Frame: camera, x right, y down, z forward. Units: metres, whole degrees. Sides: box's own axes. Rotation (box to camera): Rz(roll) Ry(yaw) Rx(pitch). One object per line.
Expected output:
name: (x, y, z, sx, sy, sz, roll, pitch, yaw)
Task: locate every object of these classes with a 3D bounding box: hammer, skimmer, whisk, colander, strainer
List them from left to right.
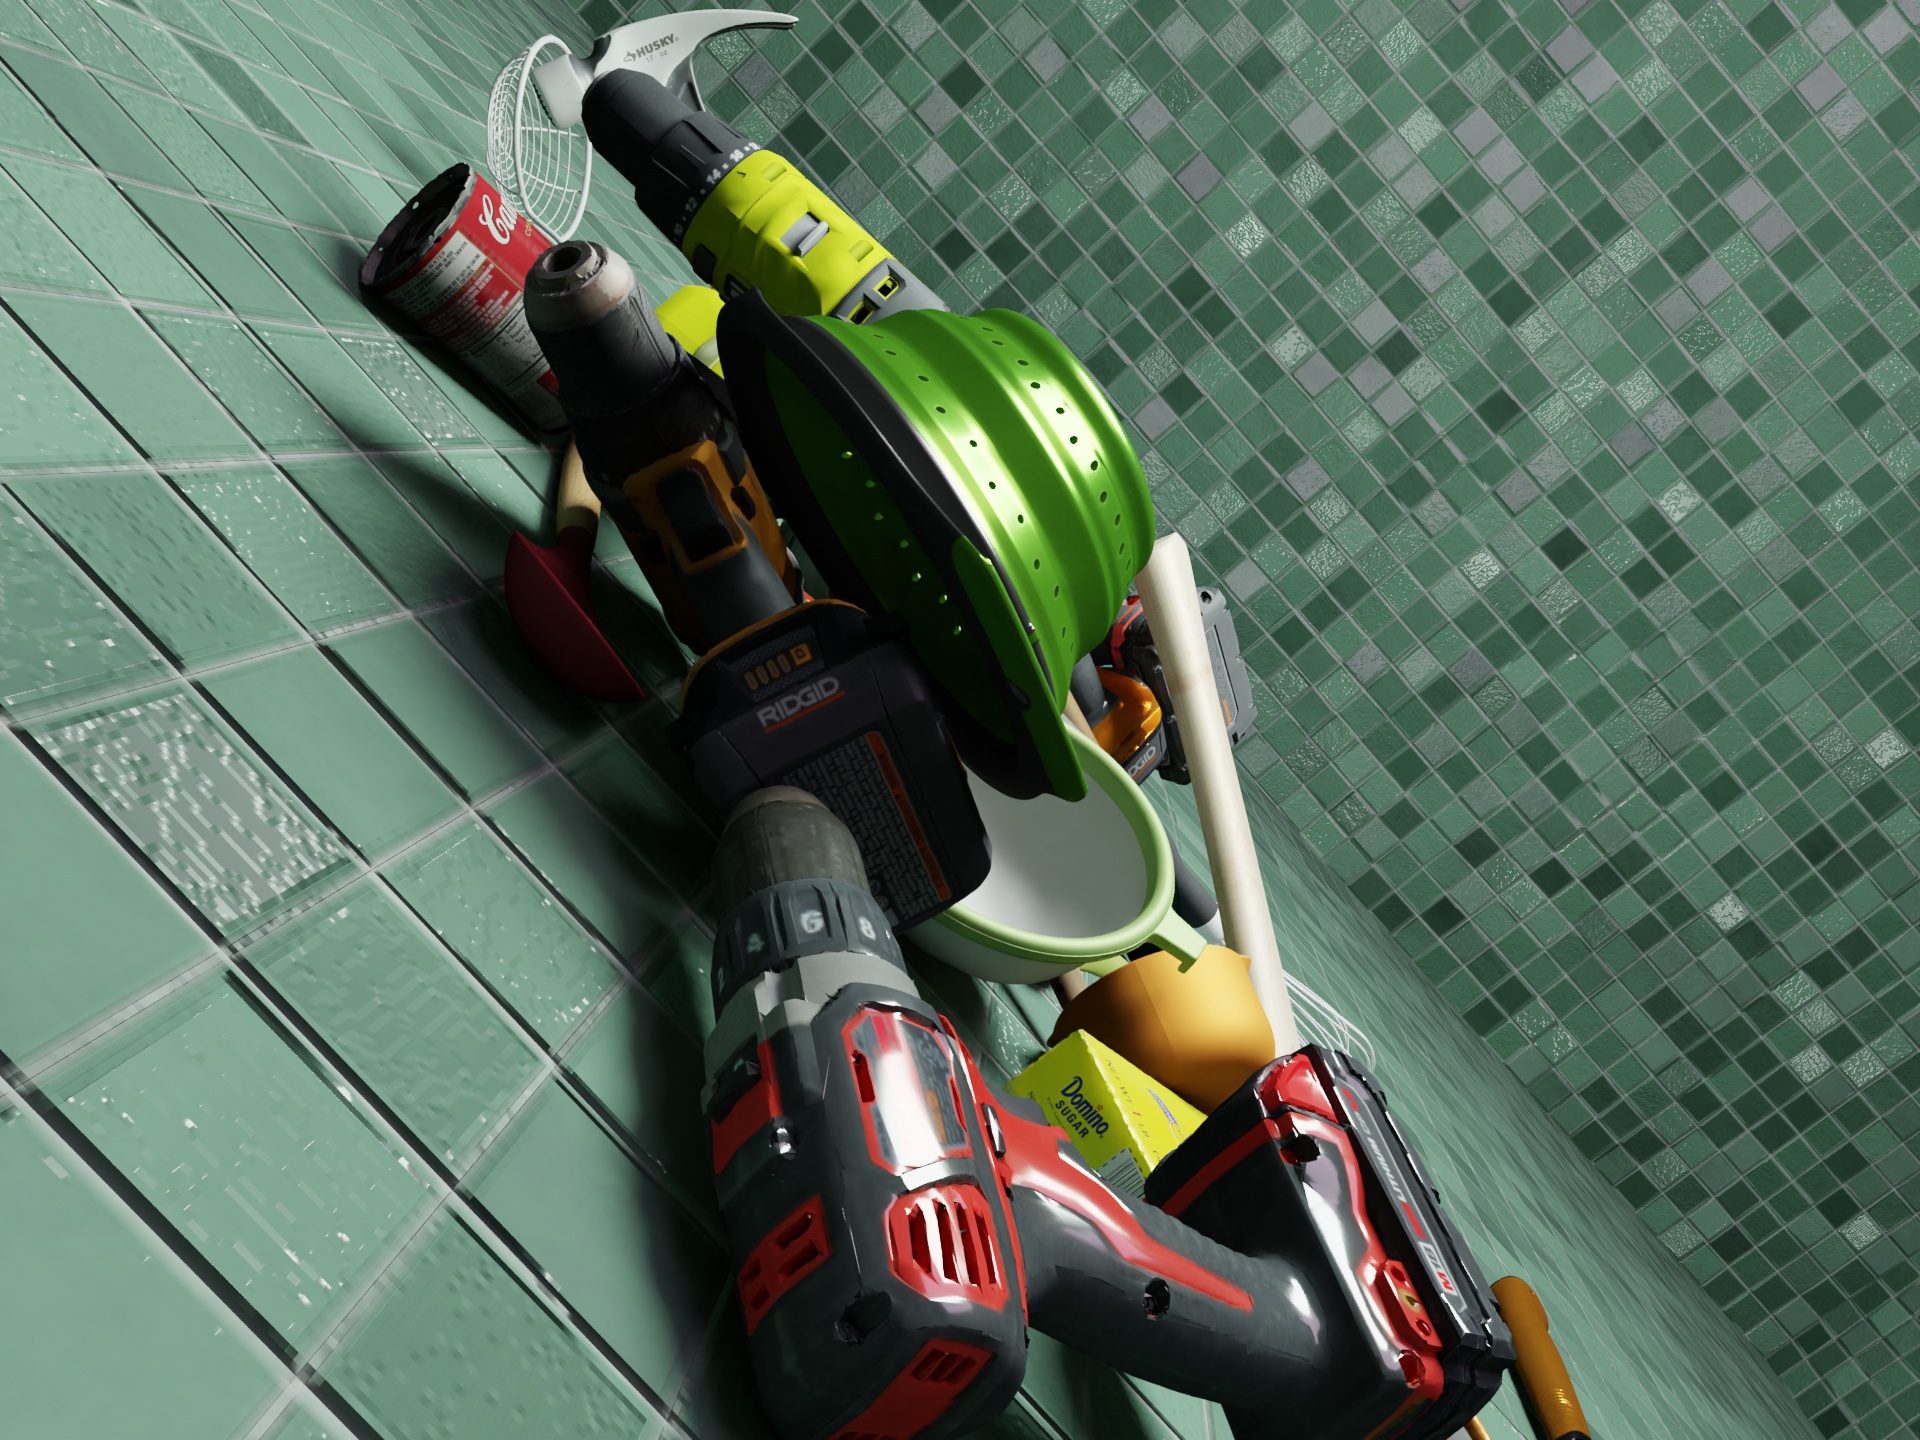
skimmer: (-0.198, -0.275, 0.979, 0.364, 0.090, 0.127, 55, -12, 23)
hammer: (-0.093, -0.213, 0.944, 0.408, 0.149, 0.036, 66, -4, -19)
colander: (-0.034, -0.115, 0.639, 0.398, 0.094, 0.204, 43, -17, 51)
strainer: (-0.004, 0.022, 0.693, 0.151, 0.069, 0.257, 10, 38, -25)
hammer: (0.152, 0.081, 0.870, 0.146, 0.038, 0.411, 36, 40, -53)
whisk: (0.170, 0.146, 0.973, 0.284, 0.070, 0.070, 51, 9, -21)
hammer: (0.348, 0.407, 0.932, 0.127, 0.034, 0.337, 50, 10, 2)

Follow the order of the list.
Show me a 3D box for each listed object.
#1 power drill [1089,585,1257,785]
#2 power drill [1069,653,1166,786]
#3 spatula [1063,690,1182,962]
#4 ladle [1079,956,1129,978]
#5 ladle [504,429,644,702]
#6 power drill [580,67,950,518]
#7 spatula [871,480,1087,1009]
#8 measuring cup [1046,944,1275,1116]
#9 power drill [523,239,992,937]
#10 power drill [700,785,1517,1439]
power drill: (0.083, -0.033, 1.071, 0.220, 0.078, 0.143, 13, -47, 46)
power drill: (0.026, -0.062, 0.935, 0.164, 0.084, 0.226, 25, -31, 42)
spatula: (0.056, 0.018, 0.862, 0.317, 0.044, 0.082, 59, -8, -21)
ladle: (0.120, 0.156, 0.841, 0.319, 0.062, 0.078, 46, 48, -37)
ladle: (-0.154, -0.081, 0.640, 0.069, 0.031, 0.316, 58, 3, -27)
power drill: (-0.110, -0.203, 0.793, 0.190, 0.080, 0.228, 41, -18, -3)
spatula: (-0.001, -0.002, 0.762, 0.018, 0.059, 0.316, 2, 54, -39)
measuring cup: (0.098, 0.163, 0.705, 0.173, 0.095, 0.052, 67, 1, -53)
power drill: (-0.080, -0.050, 0.557, 0.226, 0.084, 0.185, 58, -8, 41)
power drill: (0.028, 0.115, 0.441, 0.226, 0.080, 0.188, 25, 28, -32)
